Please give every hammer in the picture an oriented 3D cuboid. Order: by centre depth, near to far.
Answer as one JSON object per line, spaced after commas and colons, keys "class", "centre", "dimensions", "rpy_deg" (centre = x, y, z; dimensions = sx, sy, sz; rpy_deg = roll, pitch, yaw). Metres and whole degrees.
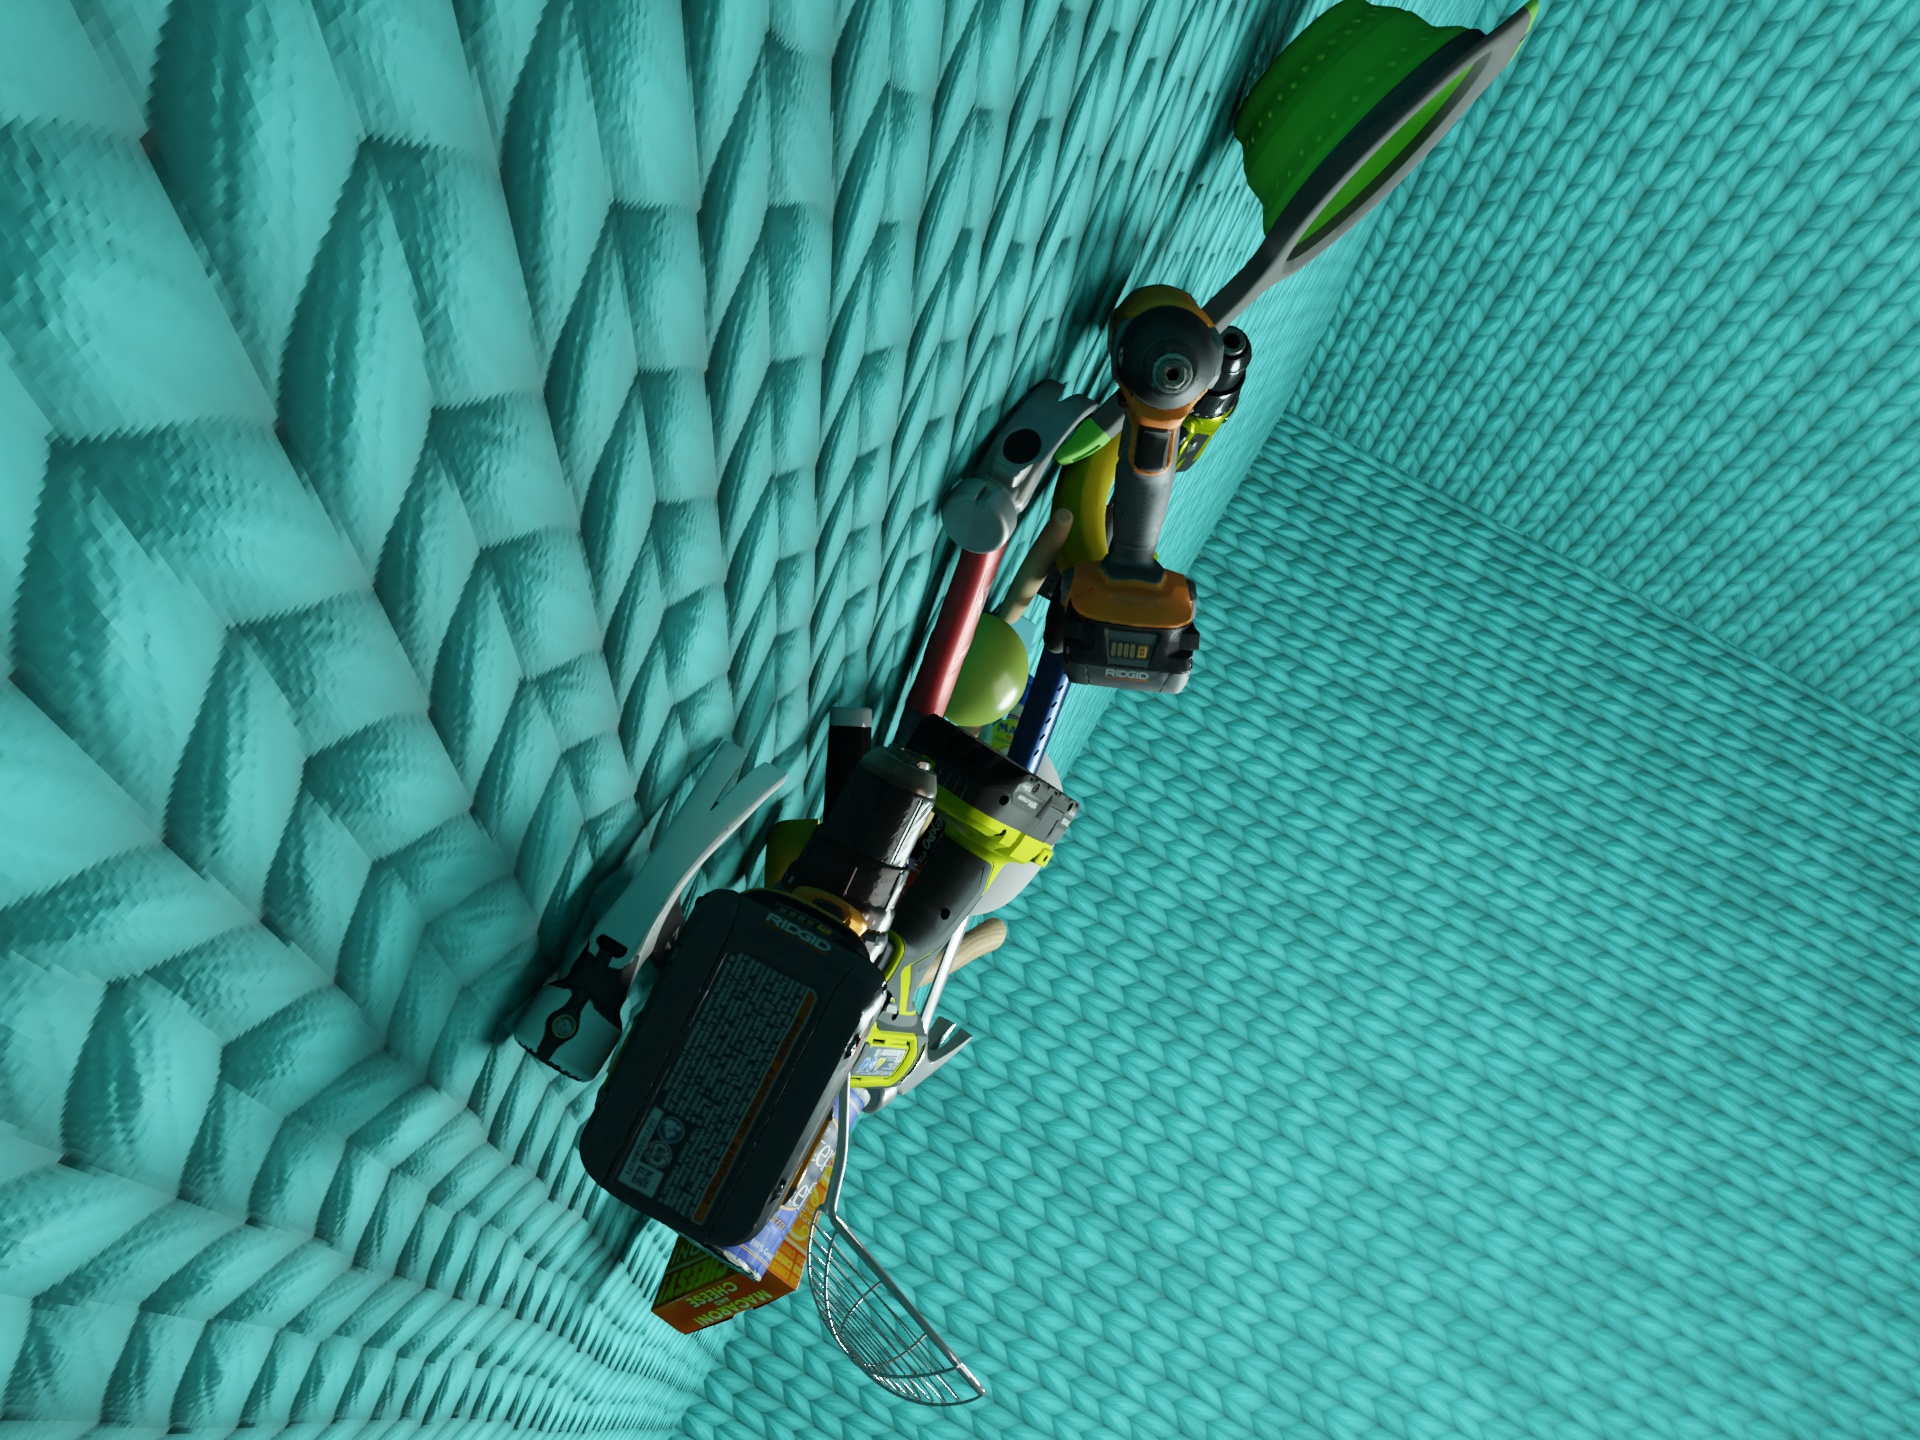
{"class": "hammer", "centre": [-0.132, 0.133, 0.800], "dimensions": [0.149, 0.036, 0.408], "rpy_deg": [-59, 173, -19]}
{"class": "hammer", "centre": [-0.010, -0.031, 0.984], "dimensions": [0.143, 0.038, 0.386], "rpy_deg": [-56, 172, -43]}
{"class": "hammer", "centre": [0.020, 0.108, 1.222], "dimensions": [0.144, 0.035, 0.405], "rpy_deg": [-13, 126, -62]}
{"class": "hammer", "centre": [-0.021, 0.213, 1.402], "dimensions": [0.130, 0.031, 0.331], "rpy_deg": [-55, 166, 13]}

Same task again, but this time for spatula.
{"class": "spatula", "centre": [0.049, -0.080, 1.091], "dimensions": [0.317, 0.044, 0.082], "rpy_deg": [120, -10, -74]}

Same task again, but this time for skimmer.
{"class": "skimmer", "centre": [-0.032, 0.175, 0.837], "dimensions": [0.127, 0.090, 0.363], "rpy_deg": [-179, -90, -71]}

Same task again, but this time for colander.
{"class": "colander", "centre": [0.184, -0.331, 1.027], "dimensions": [0.397, 0.094, 0.204], "rpy_deg": [-43, 176, 10]}

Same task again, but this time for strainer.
{"class": "strainer", "centre": [0.035, 0.121, 1.454], "dimensions": [0.211, 0.095, 0.340], "rpy_deg": [-58, -176, 11]}

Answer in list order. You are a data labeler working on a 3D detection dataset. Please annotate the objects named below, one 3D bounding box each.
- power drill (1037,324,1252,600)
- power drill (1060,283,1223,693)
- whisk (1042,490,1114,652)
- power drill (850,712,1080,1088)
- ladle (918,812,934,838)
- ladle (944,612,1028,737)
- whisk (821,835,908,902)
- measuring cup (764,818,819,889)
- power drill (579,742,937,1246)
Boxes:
{"class": "power drill", "centre": [0.154, -0.197, 1.270], "dimensions": [0.228, 0.080, 0.190], "rpy_deg": [-60, 180, -15]}
{"class": "power drill", "centre": [0.109, -0.135, 0.942], "dimensions": [0.164, 0.084, 0.226], "rpy_deg": [-79, 175, -70]}
{"class": "whisk", "centre": [0.100, -0.143, 1.129], "dimensions": [0.055, 0.055, 0.239], "rpy_deg": [107, 5, -61]}
{"class": "power drill", "centre": [-0.033, 0.116, 0.937], "dimensions": [0.223, 0.080, 0.171], "rpy_deg": [-58, 154, 1]}
{"class": "ladle", "centre": [-0.025, 0.064, 1.228], "dimensions": [0.031, 0.069, 0.315], "rpy_deg": [-32, 172, -12]}
{"class": "ladle", "centre": [-0.002, -0.004, 1.186], "dimensions": [0.078, 0.062, 0.320], "rpy_deg": [-63, -179, -15]}
{"class": "whisk", "centre": [-0.104, 0.169, 1.005], "dimensions": [0.246, 0.059, 0.058], "rpy_deg": [-63, -176, 1]}
{"class": "measuring cup", "centre": [-0.093, 0.129, 0.840], "dimensions": [0.062, 0.029, 0.156], "rpy_deg": [136, -41, -86]}
{"class": "power drill", "centre": [-0.068, 0.101, 0.671], "dimensions": [0.185, 0.084, 0.226], "rpy_deg": [-63, 179, 3]}
